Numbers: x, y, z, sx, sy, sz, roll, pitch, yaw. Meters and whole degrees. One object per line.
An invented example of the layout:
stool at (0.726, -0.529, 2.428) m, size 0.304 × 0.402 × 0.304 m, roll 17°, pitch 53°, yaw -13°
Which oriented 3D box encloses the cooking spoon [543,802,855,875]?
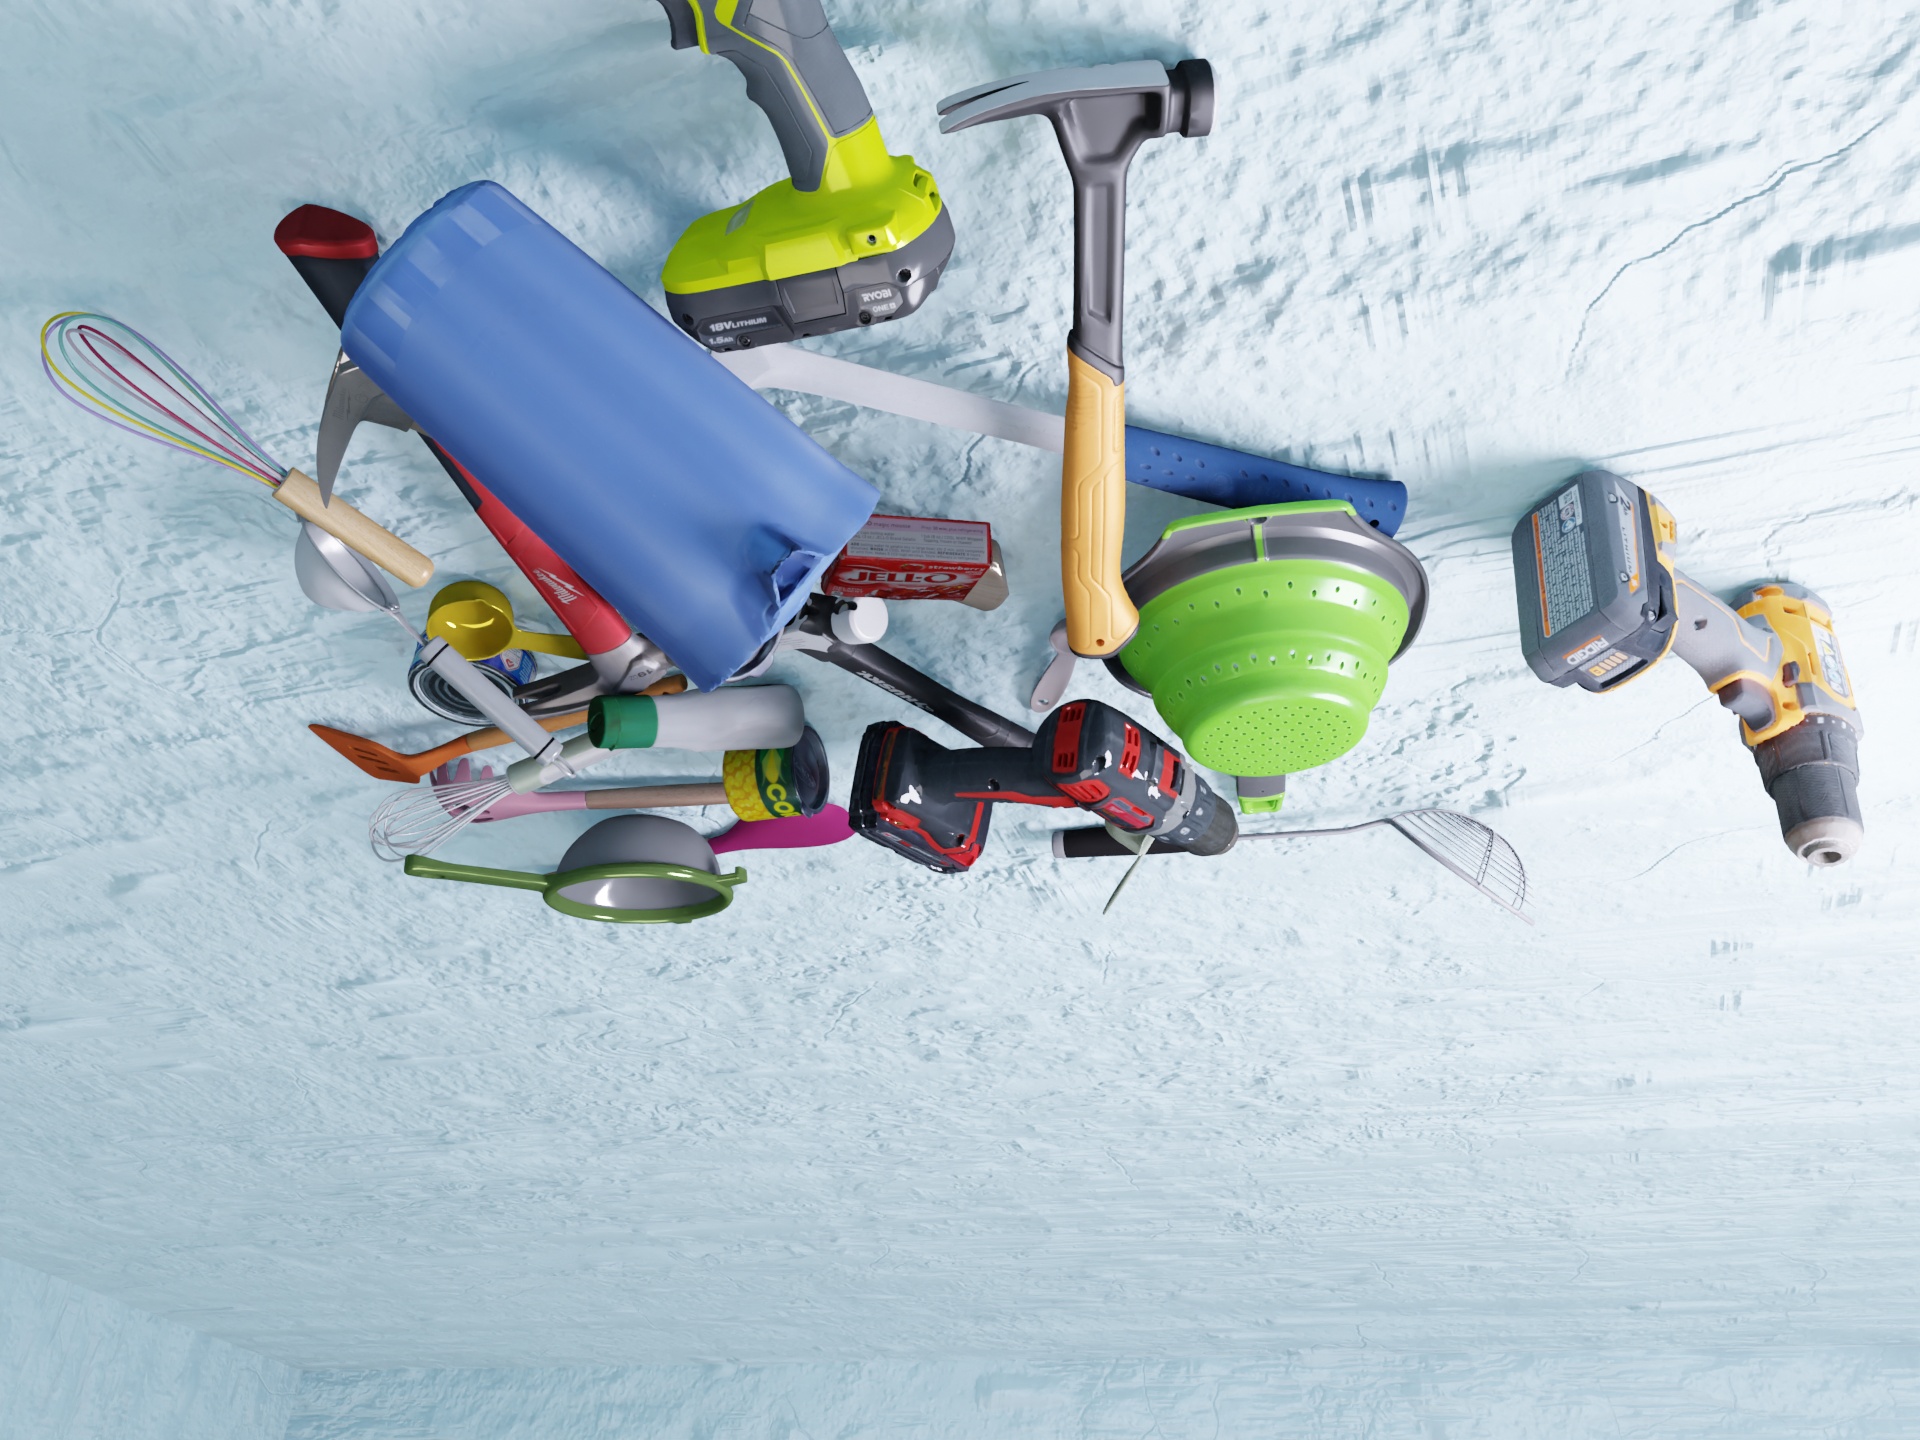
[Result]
cooking spoon at (-0.230, 0.111, 1.340) m, size 0.319 × 0.017 × 0.068 m, roll -13°, pitch 140°, yaw 23°

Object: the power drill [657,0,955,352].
power drill at (-0.109, -0.282, 0.691) m, size 0.190 × 0.080 × 0.228 m, roll -7°, pitch 131°, yaw 15°

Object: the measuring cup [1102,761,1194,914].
measuring cup at (0.122, 0.086, 1.180) m, size 0.038 × 0.083 × 0.167 m, roll 33°, pitch 135°, yaw 11°

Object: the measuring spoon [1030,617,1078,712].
measuring spoon at (0.068, -0.039, 1.098) m, size 0.034 × 0.018 × 0.124 m, roll 10°, pitch 152°, yaw -7°

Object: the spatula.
spatula at (-0.346, 0.003, 1.198) m, size 0.322 × 0.041 × 0.080 m, roll -14°, pitch 142°, yaw 19°

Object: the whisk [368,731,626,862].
whisk at (-0.345, 0.049, 1.209) m, size 0.246 × 0.059 × 0.057 m, roll -22°, pitch 146°, yaw 12°

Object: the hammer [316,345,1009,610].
hammer at (-0.158, -0.127, 0.934) m, size 0.410 × 0.038 × 0.146 m, roll 16°, pitch 136°, yaw -26°

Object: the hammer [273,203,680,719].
hammer at (-0.296, -0.136, 0.958) m, size 0.143 × 0.038 × 0.385 m, roll -18°, pitch 139°, yaw 8°

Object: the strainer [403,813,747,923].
strainer at (-0.305, 0.106, 1.260) m, size 0.256 × 0.069 × 0.151 m, roll 10°, pitch 155°, yaw -26°

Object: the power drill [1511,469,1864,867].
power drill at (0.433, -0.027, 0.923) m, size 0.226 × 0.185 × 0.084 m, roll 24°, pitch 142°, yaw -20°

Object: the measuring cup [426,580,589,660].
measuring cup at (-0.288, -0.063, 1.099) m, size 0.156 × 0.029 × 0.062 m, roll 8°, pitch 135°, yaw -27°

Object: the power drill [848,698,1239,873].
power drill at (0.059, 0.052, 1.066) m, size 0.227 × 0.080 × 0.187 m, roll -8°, pitch 153°, yaw 39°

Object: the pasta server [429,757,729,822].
pasta server at (-0.268, 0.055, 1.261) m, size 0.316 × 0.040 × 0.060 m, roll -3°, pitch 145°, yaw 4°

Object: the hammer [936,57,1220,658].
hammer at (0.062, -0.165, 0.822) m, size 0.127 × 0.034 × 0.336 m, roll -6°, pitch 133°, yaw -2°

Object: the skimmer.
skimmer at (0.251, 0.119, 1.230) m, size 0.363 × 0.090 × 0.127 m, roll -4°, pitch 176°, yaw 16°

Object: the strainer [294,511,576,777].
strainer at (-0.346, -0.049, 1.021) m, size 0.258 × 0.087 × 0.050 m, roll 44°, pitch 92°, yaw -11°

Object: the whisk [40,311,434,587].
whisk at (-0.415, -0.157, 0.933) m, size 0.051 × 0.047 × 0.244 m, roll -43°, pitch 121°, yaw 17°

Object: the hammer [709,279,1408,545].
hammer at (0.058, -0.153, 0.887) m, size 0.405 × 0.035 × 0.144 m, roll 11°, pitch 122°, yaw -15°

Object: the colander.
colander at (0.199, 0.009, 1.033) m, size 0.204 × 0.095 × 0.396 m, roll -6°, pitch 152°, yaw 8°

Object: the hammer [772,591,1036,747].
hammer at (-0.002, -0.004, 1.113) m, size 0.334 × 0.035 × 0.146 m, roll 29°, pitch 159°, yaw -38°
